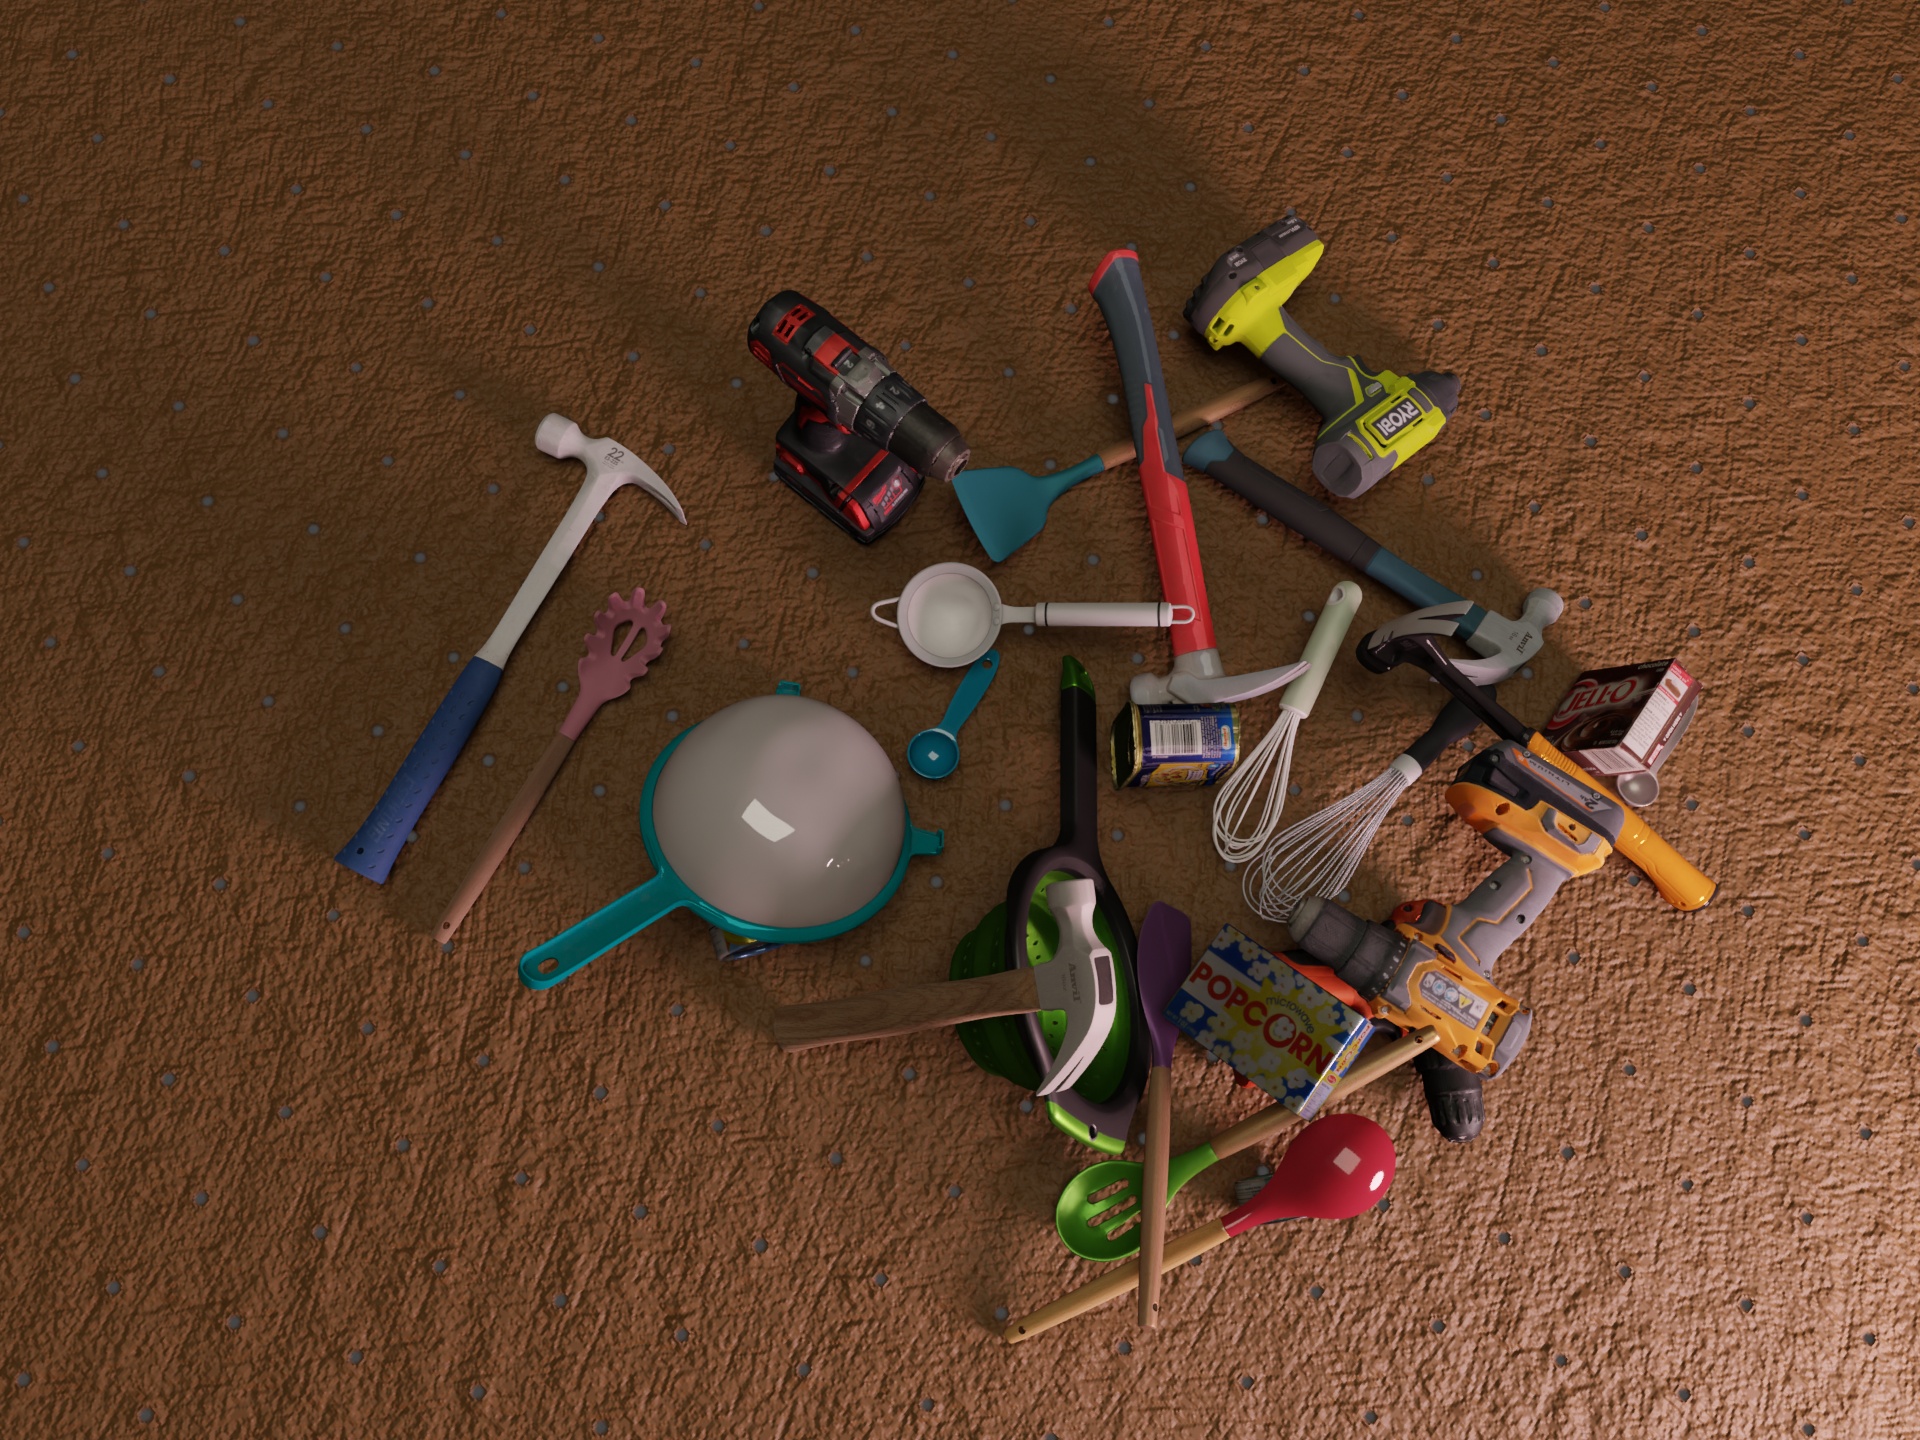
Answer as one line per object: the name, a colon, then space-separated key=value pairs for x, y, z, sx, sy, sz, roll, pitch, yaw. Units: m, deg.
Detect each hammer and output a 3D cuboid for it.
hammer: x=0.332 y=-0.143 z=1.323 sx=0.331 sy=0.033 sz=0.128 roll=35 pitch=62 yaw=10
hammer: x=0.178 y=-0.203 z=1.290 sx=0.143 sy=0.038 sz=0.386 roll=-13 pitch=80 yaw=23
hammer: x=-0.370 y=-0.053 z=1.281 sx=0.144 sy=0.035 sz=0.405 roll=26 pitch=76 yaw=5
hammer: x=0.461 y=0.034 z=1.227 sx=0.337 sy=0.127 sz=0.034 roll=40 pitch=72 yaw=-7
hammer: x=-0.022 y=0.201 z=1.104 sx=0.031 sy=0.331 sz=0.130 roll=2 pitch=75 yaw=-44

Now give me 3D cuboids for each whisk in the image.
whisk: x=0.263 y=0.000 z=1.267 sx=0.059 sy=0.058 sz=0.246 roll=29 pitch=84 yaw=-32
whisk: x=0.331 y=0.059 z=1.266 sx=0.284 sy=0.070 sz=0.070 roll=-41 pitch=80 yaw=-17

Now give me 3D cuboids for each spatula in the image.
spatula: x=0.145 y=0.280 z=1.169 sx=0.059 sy=0.018 sz=0.316 roll=28 pitch=54 yaw=-32
spatula: x=0.144 y=-0.230 z=1.342 sx=0.317 sy=0.044 sz=0.082 roll=-26 pitch=88 yaw=-10

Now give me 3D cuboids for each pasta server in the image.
pasta server: x=-0.327 y=0.035 z=1.258 sx=0.060 sy=0.040 sz=0.316 roll=31 pitch=77 yaw=-5

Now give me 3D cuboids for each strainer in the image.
strainer: x=0.058 y=-0.083 z=1.279 sx=0.258 sy=0.050 sz=0.087 roll=1 pitch=83 yaw=13
strainer: x=-0.171 y=0.080 z=1.150 sx=0.211 sy=0.095 sz=0.340 roll=45 pitch=51 yaw=16

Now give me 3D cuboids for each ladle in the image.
ladle: x=0.167 y=0.374 z=1.141 sx=0.315 sy=0.031 sz=0.069 roll=-31 pitch=75 yaw=10

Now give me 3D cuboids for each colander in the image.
colander: x=0.059 y=0.131 z=1.215 sx=0.094 sy=0.204 sz=0.397 roll=-17 pitch=54 yaw=28

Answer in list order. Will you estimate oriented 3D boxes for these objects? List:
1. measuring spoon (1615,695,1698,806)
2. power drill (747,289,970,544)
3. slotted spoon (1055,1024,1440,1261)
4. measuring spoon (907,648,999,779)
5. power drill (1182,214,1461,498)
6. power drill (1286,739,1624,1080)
measuring spoon: x=0.573 y=0.022 z=1.305 sx=0.034 sy=0.018 sz=0.124 roll=35 pitch=70 yaw=9
power drill: x=-0.074 y=-0.219 z=1.237 sx=0.188 sy=0.226 sz=0.080 roll=39 pitch=77 yaw=9
slotted spoon: x=0.209 y=0.303 z=1.159 sx=0.314 sy=0.031 sz=0.070 roll=-32 pitch=65 yaw=11
measuring spoon: x=-0.002 y=-0.004 z=1.293 sx=0.042 sy=0.021 sz=0.129 roll=29 pitch=67 yaw=5
power drill: x=0.312 y=-0.311 z=1.347 sx=0.171 sy=0.080 sz=0.223 roll=-37 pitch=82 yaw=-29
power drill: x=0.367 y=0.126 z=1.187 sx=0.185 sy=0.084 sz=0.226 roll=32 pitch=76 yaw=7
